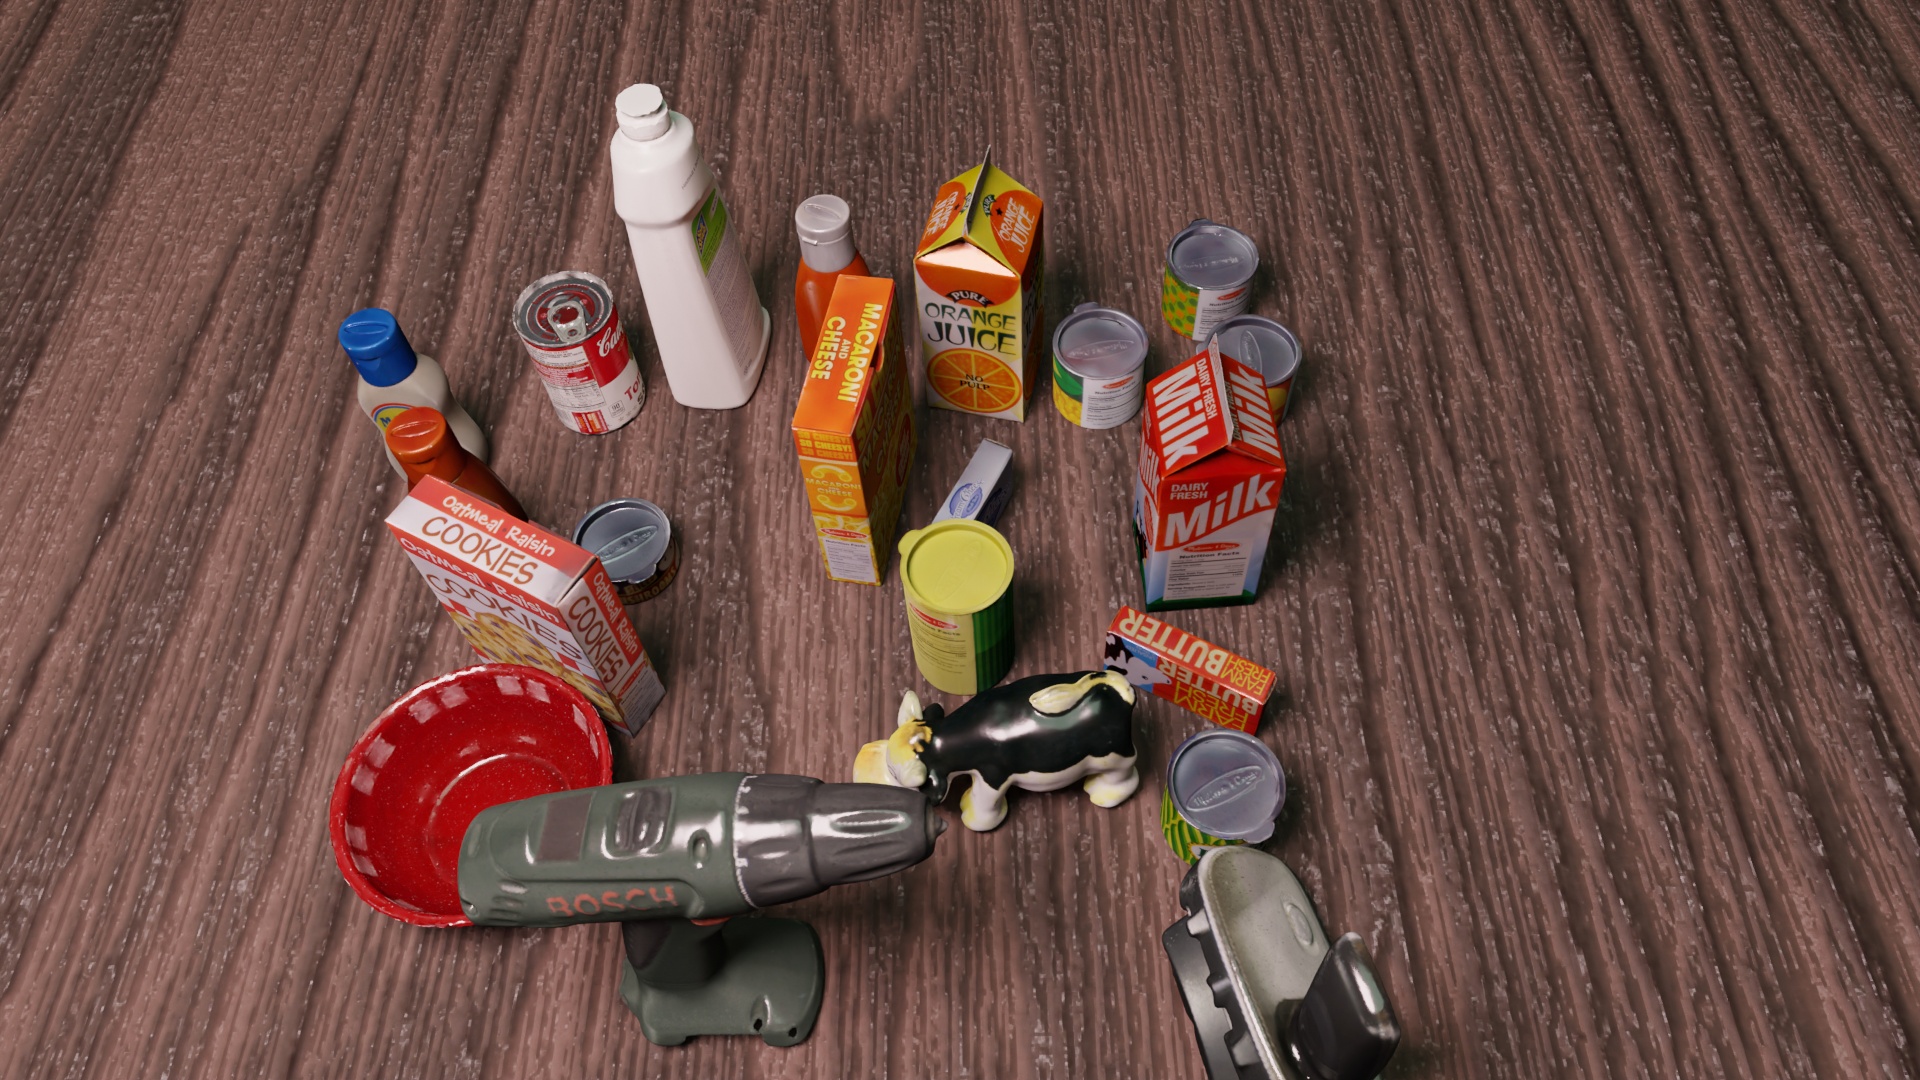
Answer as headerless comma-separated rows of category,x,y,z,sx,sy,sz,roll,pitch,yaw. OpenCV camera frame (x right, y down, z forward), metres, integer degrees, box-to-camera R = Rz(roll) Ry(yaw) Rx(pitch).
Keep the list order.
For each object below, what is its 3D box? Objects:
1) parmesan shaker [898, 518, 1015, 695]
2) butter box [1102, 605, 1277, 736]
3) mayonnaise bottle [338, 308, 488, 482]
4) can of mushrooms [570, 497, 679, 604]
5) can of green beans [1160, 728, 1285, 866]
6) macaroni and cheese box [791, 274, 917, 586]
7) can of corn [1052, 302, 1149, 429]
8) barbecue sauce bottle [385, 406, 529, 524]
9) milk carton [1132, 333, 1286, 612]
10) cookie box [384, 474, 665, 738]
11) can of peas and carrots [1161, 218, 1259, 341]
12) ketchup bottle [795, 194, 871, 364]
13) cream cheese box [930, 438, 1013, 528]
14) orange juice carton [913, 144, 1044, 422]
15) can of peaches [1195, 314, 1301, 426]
parmesan shaker,-0.002,0.041,0.850,0.071,0.102,0.071,-1,57,2
butter box,0.138,0.080,0.846,0.103,0.053,0.024,24,61,18
mayonnaise bottle,-0.369,-0.093,0.931,0.065,0.147,0.041,-2,57,2
can of mushrooms,-0.221,0.009,0.924,0.071,0.033,0.071,-1,56,2
can of green beans,0.149,0.150,0.796,0.071,0.057,0.071,-1,56,2
macaroni and cheese box,-0.063,-0.067,0.887,0.040,0.165,0.124,7,57,8
can of corn,0.097,-0.123,0.980,0.071,0.058,0.071,-1,56,2
barbecue sauce bottle,-0.320,-0.026,0.884,0.065,0.147,0.044,-11,57,-4
milk carton,0.149,-0.036,0.841,0.073,0.189,0.073,-4,57,0
cookie box,-0.252,0.042,0.824,0.123,0.166,0.040,23,61,17
can of peas and carrots,0.181,-0.191,1.020,0.071,0.058,0.071,-1,56,2
ketchup bottle,-0.087,-0.173,0.969,0.065,0.148,0.044,23,61,17
cream cheese box,0.003,-0.011,0.914,0.024,0.053,0.104,22,60,16
orange juice carton,0.015,-0.170,0.935,0.073,0.191,0.072,11,58,10
can of peaches,0.197,-0.114,0.969,0.071,0.057,0.071,-1,56,2
